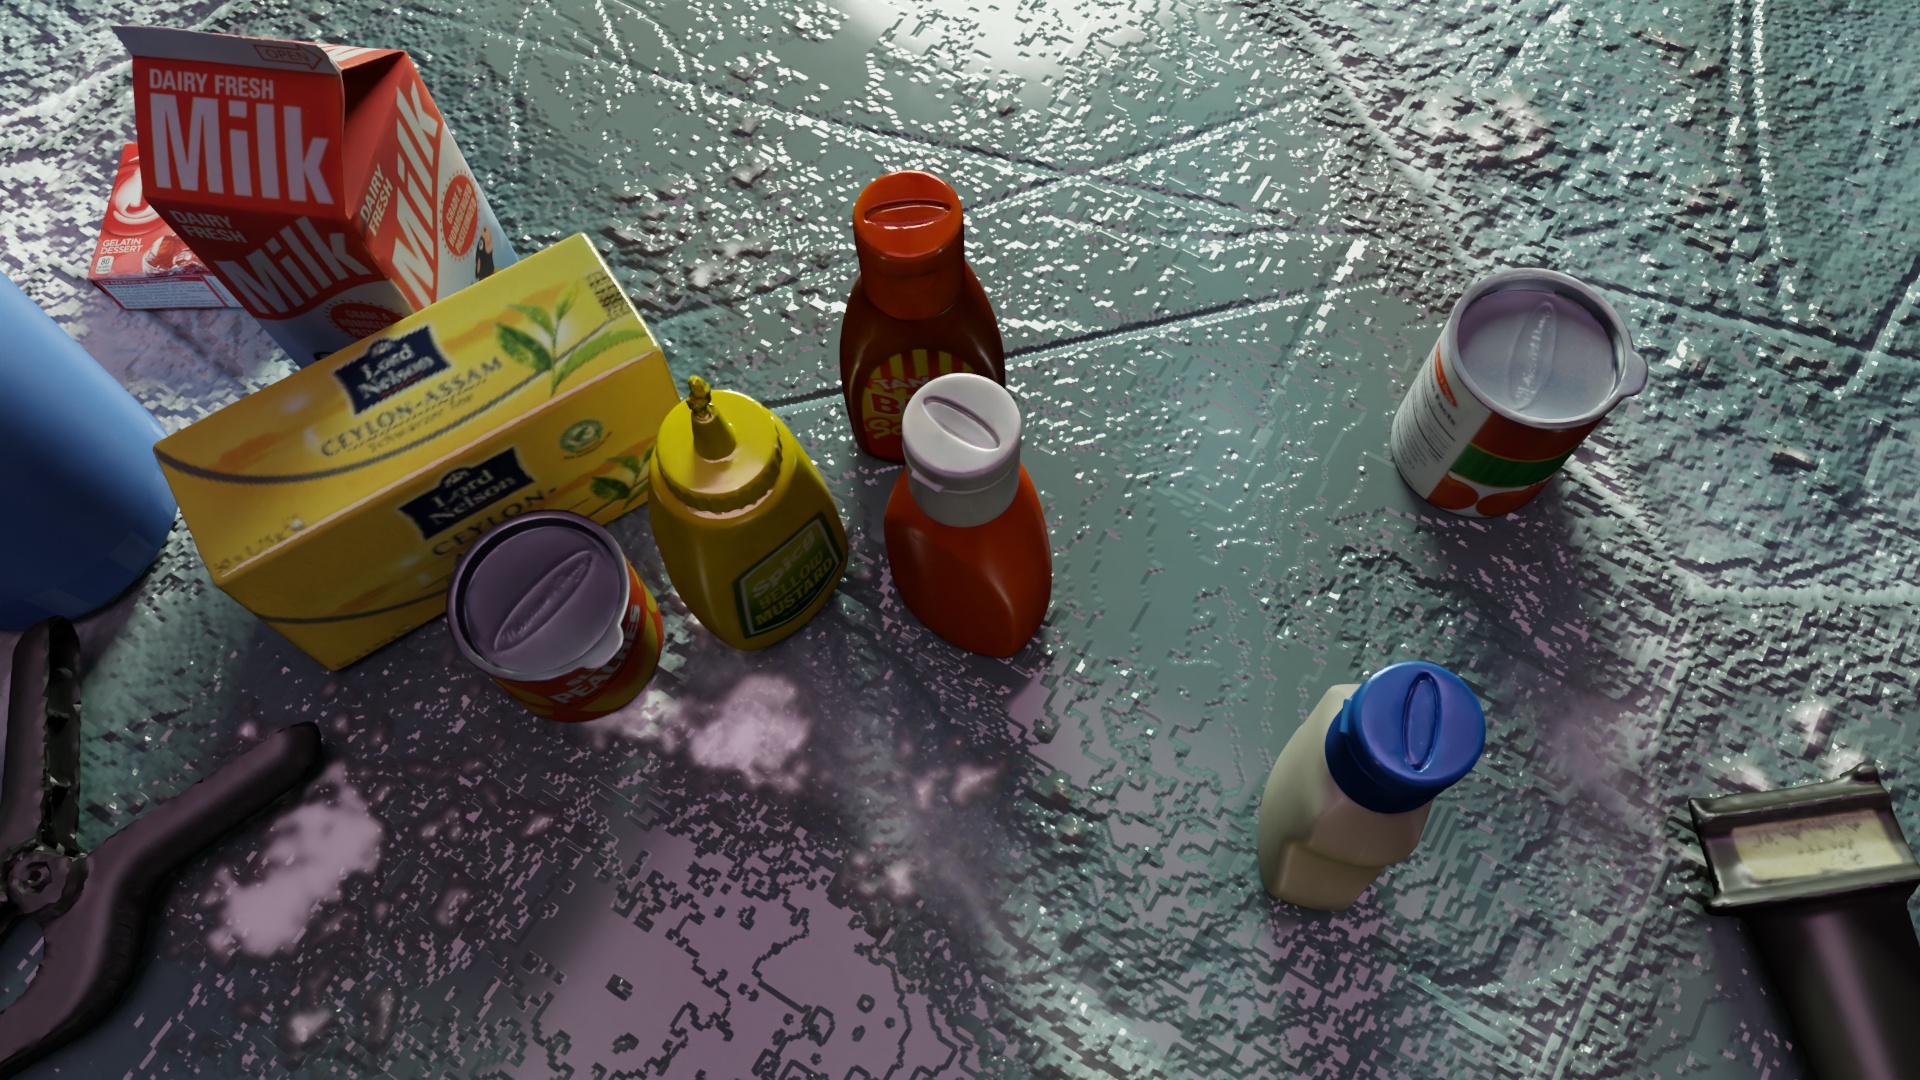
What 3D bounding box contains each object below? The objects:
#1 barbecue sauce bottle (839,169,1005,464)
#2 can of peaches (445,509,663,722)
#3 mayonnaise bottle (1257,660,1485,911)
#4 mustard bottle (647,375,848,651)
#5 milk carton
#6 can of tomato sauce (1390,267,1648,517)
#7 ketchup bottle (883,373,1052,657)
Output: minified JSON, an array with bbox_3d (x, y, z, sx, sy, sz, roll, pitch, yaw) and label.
[{"bbox_3d":[-0.015,-0.078,0.516,0.065,0.148,0.044,-5,67,-1],"label":"barbecue sauce bottle"},{"bbox_3d":[-0.148,0.031,0.521,0.071,0.058,0.071,0,67,1],"label":"can of peaches"},{"bbox_3d":[0.128,0.078,0.446,0.041,0.147,0.065,12,68,6],"label":"mayonnaise bottle"},{"bbox_3d":[-0.077,-0.011,0.482,0.065,0.159,0.049,-41,72,-14],"label":"mustard bottle"},{"bbox_3d":[-0.229,-0.120,0.516,0.072,0.189,0.074,6,68,4],"label":"milk carton"},{"bbox_3d":[0.211,-0.054,0.536,0.071,0.082,0.071,0,67,1],"label":"can of tomato sauce"},{"bbox_3d":[0.002,-0.006,0.485,0.065,0.148,0.044,33,72,14],"label":"ketchup bottle"}]
